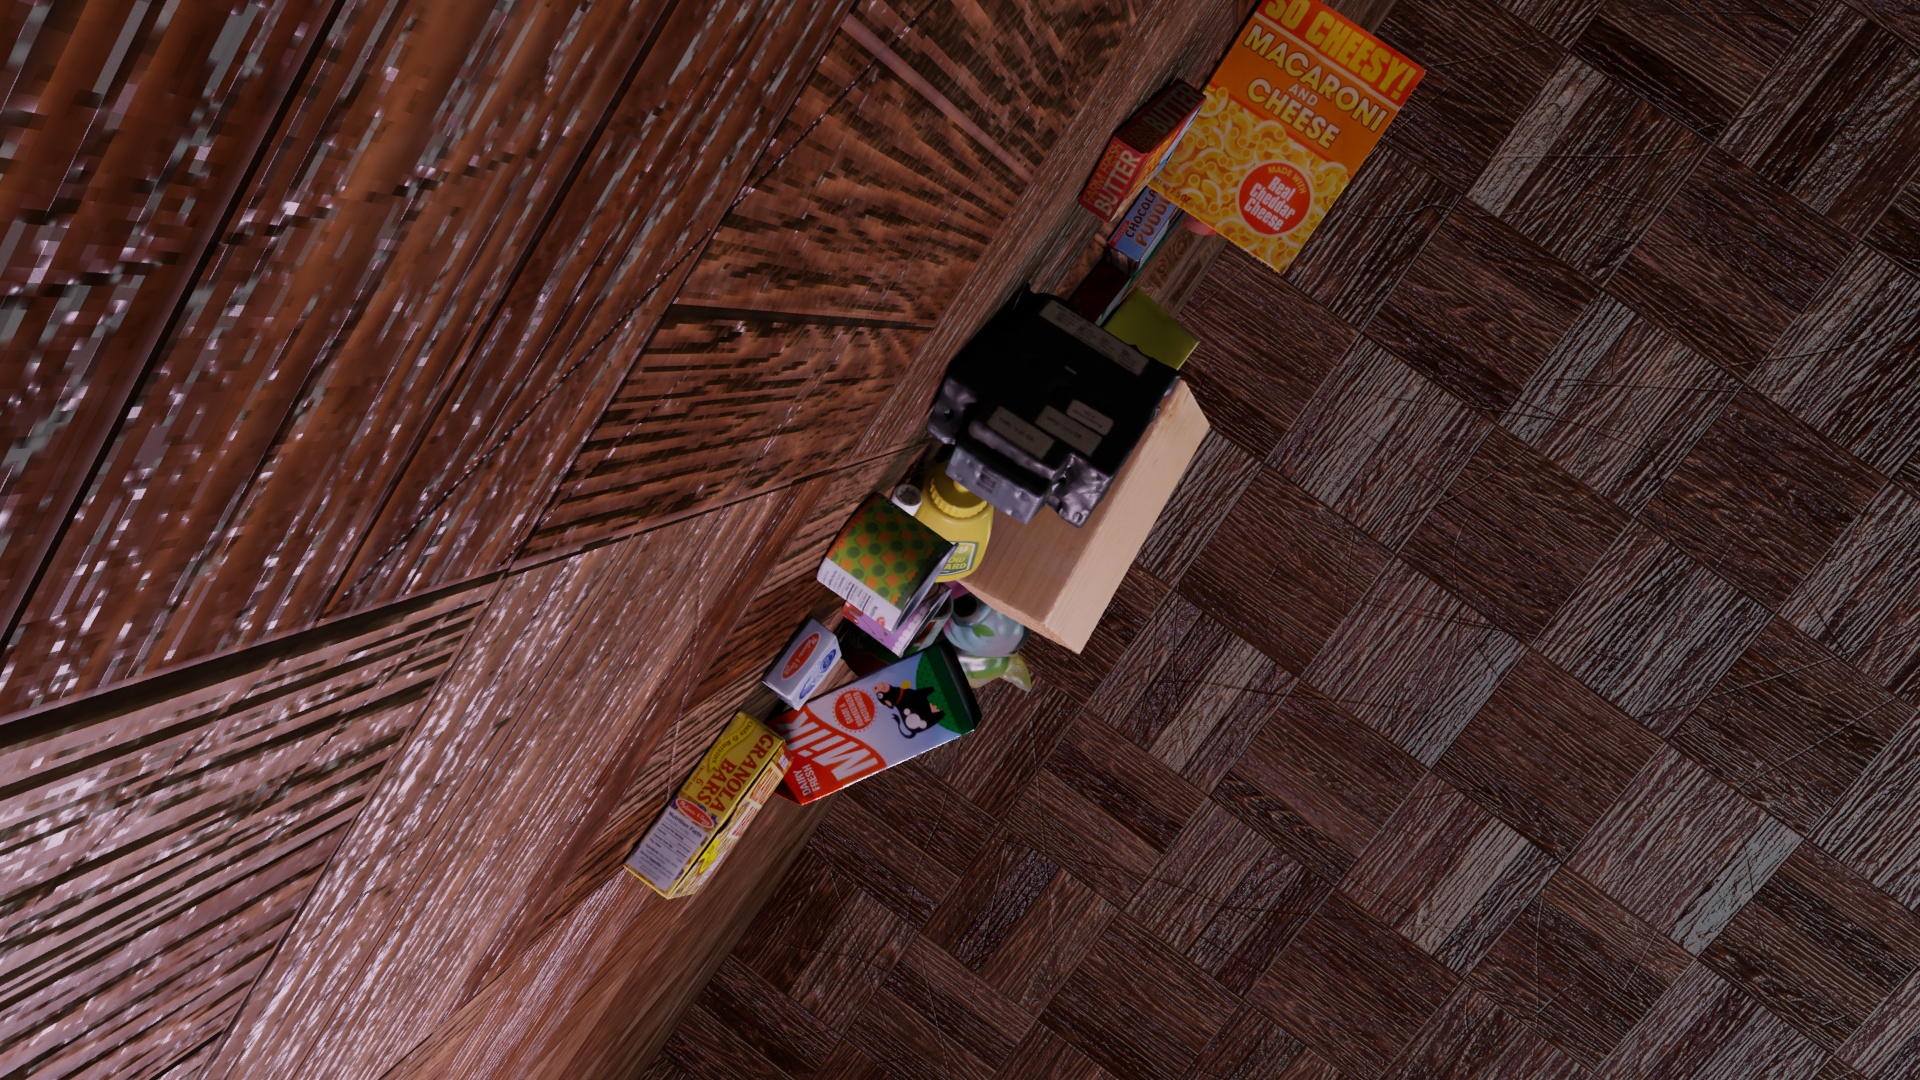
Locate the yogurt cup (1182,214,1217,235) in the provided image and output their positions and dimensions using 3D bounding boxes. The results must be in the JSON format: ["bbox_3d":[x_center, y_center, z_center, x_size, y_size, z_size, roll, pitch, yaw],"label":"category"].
[{"bbox_3d":[0.228,-0.314,1.257,0.073,0.072,0.053,-52,-177,-30],"label":"yogurt cup"}]

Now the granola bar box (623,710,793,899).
[{"bbox_3d":[-0.169,0.186,0.967,0.124,0.039,0.165,-54,176,-13],"label":"granola bar box"}]

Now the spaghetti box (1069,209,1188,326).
[{"bbox_3d":[0.137,-0.229,1.139,0.251,0.029,0.050,-52,176,-26],"label":"spaghetti box"}]

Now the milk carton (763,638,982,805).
[{"bbox_3d":[-0.085,0.150,1.095,0.190,0.073,0.072,-24,178,6],"label":"milk carton"}]

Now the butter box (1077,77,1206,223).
[{"bbox_3d":[0.109,-0.233,0.828,0.104,0.024,0.052,-50,175,-45],"label":"butter box"}]

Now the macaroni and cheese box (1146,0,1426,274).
[{"bbox_3d":[0.229,-0.295,0.992,0.165,0.124,0.040,-57,178,25],"label":"macaroni and cheese box"}]

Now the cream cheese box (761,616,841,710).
[{"bbox_3d":[-0.108,0.086,0.954,0.053,0.024,0.103,-52,175,-11],"label":"cream cheese box"}]

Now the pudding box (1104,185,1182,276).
[{"bbox_3d":[0.148,-0.251,1.080,0.083,0.030,0.049,-55,175,-1],"label":"pudding box"}]

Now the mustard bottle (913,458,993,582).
[{"bbox_3d":[-0.008,-0.019,0.940,0.159,0.065,0.049,112,-22,-66],"label":"mustard bottle"}]

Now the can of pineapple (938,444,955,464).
[{"bbox_3d":[0.027,-0.059,1.000,0.058,0.071,0.071,-54,176,2],"label":"can of pineapple"}]

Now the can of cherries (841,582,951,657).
[{"bbox_3d":[-0.048,0.044,1.057,0.071,0.058,0.071,-53,175,-7],"label":"can of cherries"}]

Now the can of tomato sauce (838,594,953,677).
[{"bbox_3d":[-0.055,0.070,1.152,0.082,0.071,0.071,-58,175,32],"label":"can of tomato sauce"}]

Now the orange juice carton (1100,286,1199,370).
[{"bbox_3d":[0.122,-0.137,1.220,0.073,0.072,0.192,-51,-176,-26],"label":"orange juice carton"}]

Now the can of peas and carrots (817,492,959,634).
[{"bbox_3d":[-0.044,0.012,0.841,0.071,0.059,0.071,-55,176,-5],"label":"can of peas and carrots"}]
